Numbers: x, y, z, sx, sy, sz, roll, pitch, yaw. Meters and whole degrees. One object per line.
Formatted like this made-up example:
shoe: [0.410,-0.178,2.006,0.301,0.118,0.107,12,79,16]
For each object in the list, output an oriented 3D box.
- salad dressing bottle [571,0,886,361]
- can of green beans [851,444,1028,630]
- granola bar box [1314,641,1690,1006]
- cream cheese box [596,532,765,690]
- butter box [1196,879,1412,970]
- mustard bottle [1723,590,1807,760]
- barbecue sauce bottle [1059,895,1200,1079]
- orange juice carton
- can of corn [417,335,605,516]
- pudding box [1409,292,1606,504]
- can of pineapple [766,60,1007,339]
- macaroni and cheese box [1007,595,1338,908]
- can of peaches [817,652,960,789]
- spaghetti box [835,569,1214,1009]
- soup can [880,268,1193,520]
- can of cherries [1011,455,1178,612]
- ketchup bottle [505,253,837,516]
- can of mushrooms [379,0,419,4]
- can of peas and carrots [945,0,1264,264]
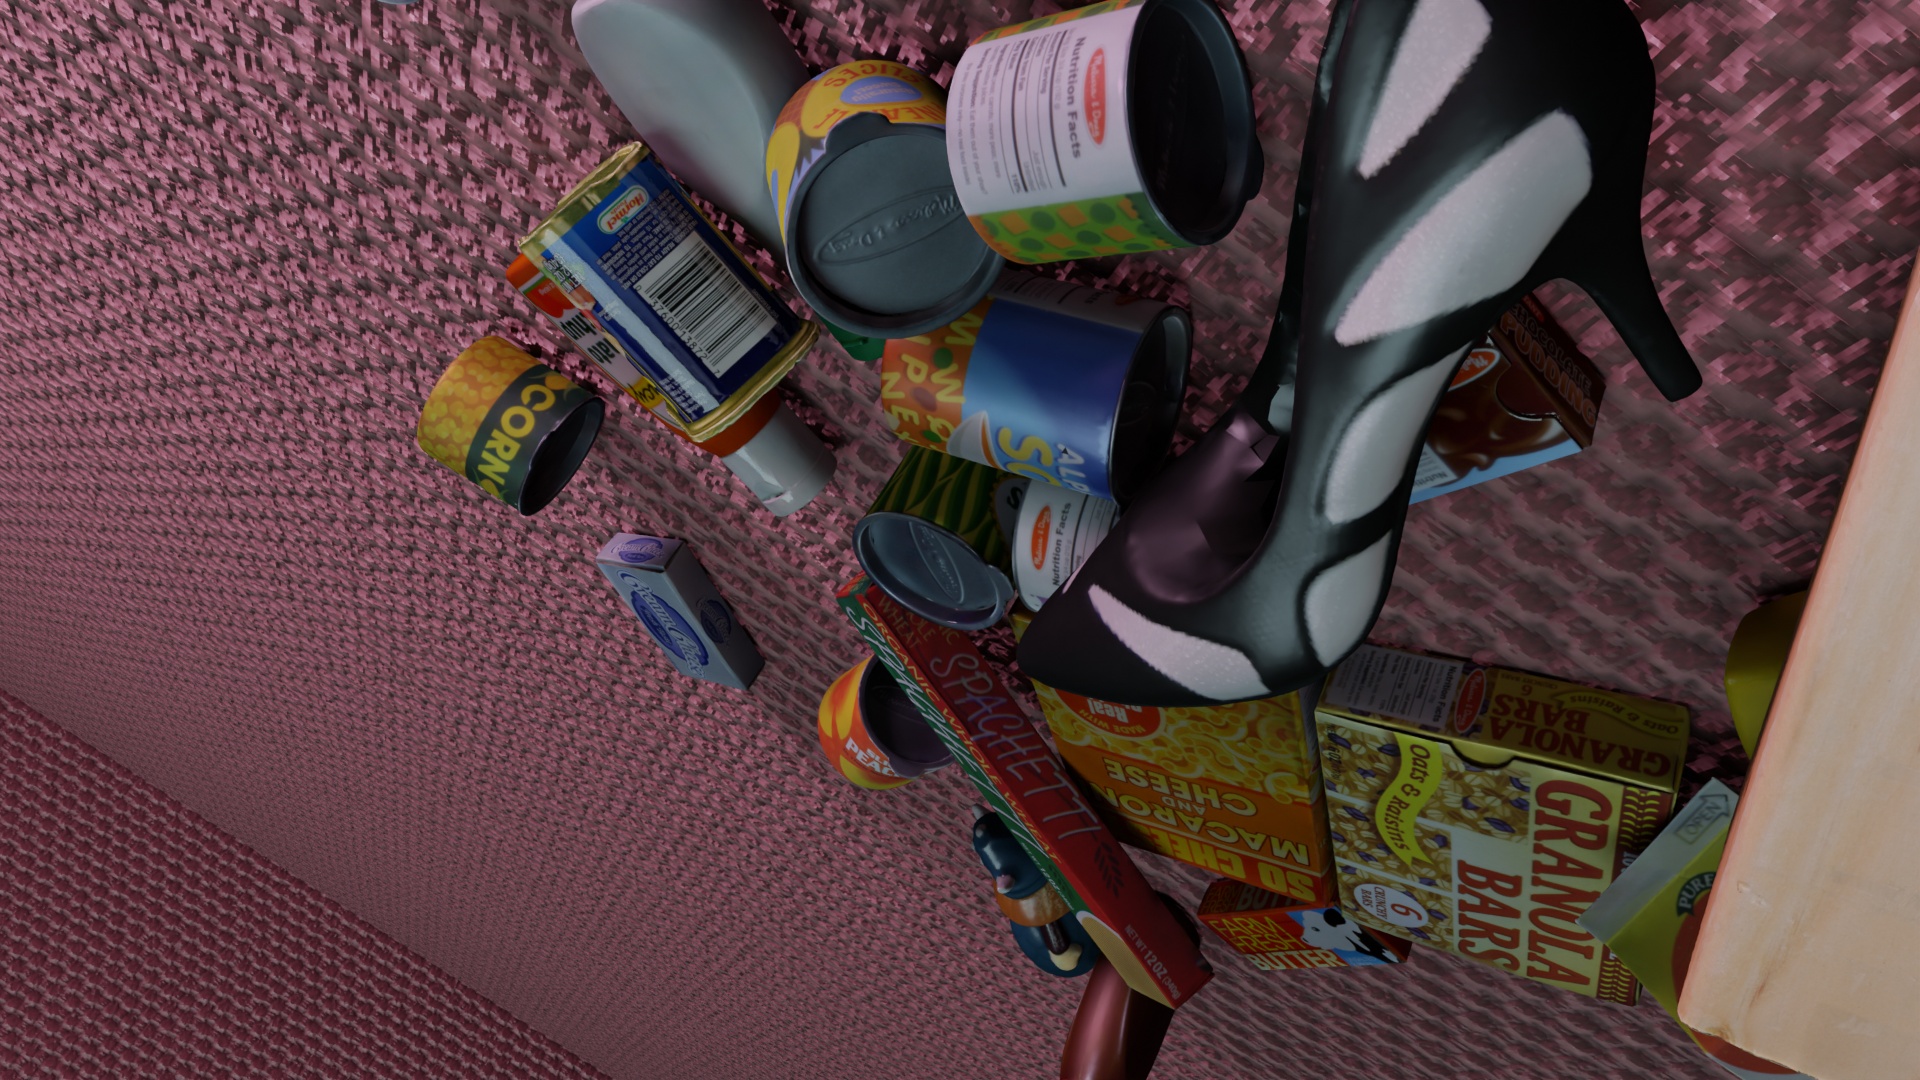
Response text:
salad dressing bottle: [-0.063,-0.125,0.460,0.064,0.044,0.147,-4,134,42]
can of green beans: [0.000,-0.007,0.549,0.071,0.058,0.071,22,146,16]
granola bar box: [0.212,0.115,0.554,0.124,0.039,0.164,11,142,29]
cream cheese box: [-0.155,0.040,0.773,0.053,0.024,0.103,7,140,33]
butter box: [0.173,0.193,0.704,0.053,0.024,0.103,41,147,-15]
mustard bottle: [0.299,0.041,0.372,0.160,0.049,0.065,-8,123,45]
barbecue sauce bottle: [0.086,0.272,0.767,0.043,0.149,0.064,2,137,37]
orange juice carton: [0.310,0.158,0.473,0.193,0.073,0.071,34,111,-3]
can of corn: [-0.211,-0.055,0.652,0.058,0.071,0.070,32,147,1]
pudding box: [0.140,-0.040,0.414,0.049,0.030,0.083,44,146,-16]
can of pineapple: [-0.023,-0.104,0.414,0.071,0.058,0.070,-8,128,-10]
macaroni and cheese box: [0.101,0.084,0.604,0.124,0.040,0.165,12,142,30]
can of peaches: [-0.032,0.090,0.694,0.071,0.071,0.058,38,148,-10]
spaghetti box: [0.029,0.113,0.652,0.250,0.029,0.050,54,161,-8]
soup can: [0.025,-0.051,0.458,0.084,0.072,0.071,17,145,23]
can of cherries: [0.060,-0.001,0.504,0.058,0.072,0.071,11,142,27]
ketchup bottle: [-0.112,-0.073,0.568,0.064,0.044,0.148,-19,123,43]
can of mushrooms: [-0.191,-0.215,0.454,0.071,0.033,0.070,22,147,15]
can of peas and carrots: [0.040,-0.109,0.375,0.058,0.071,0.070,2,137,39]
